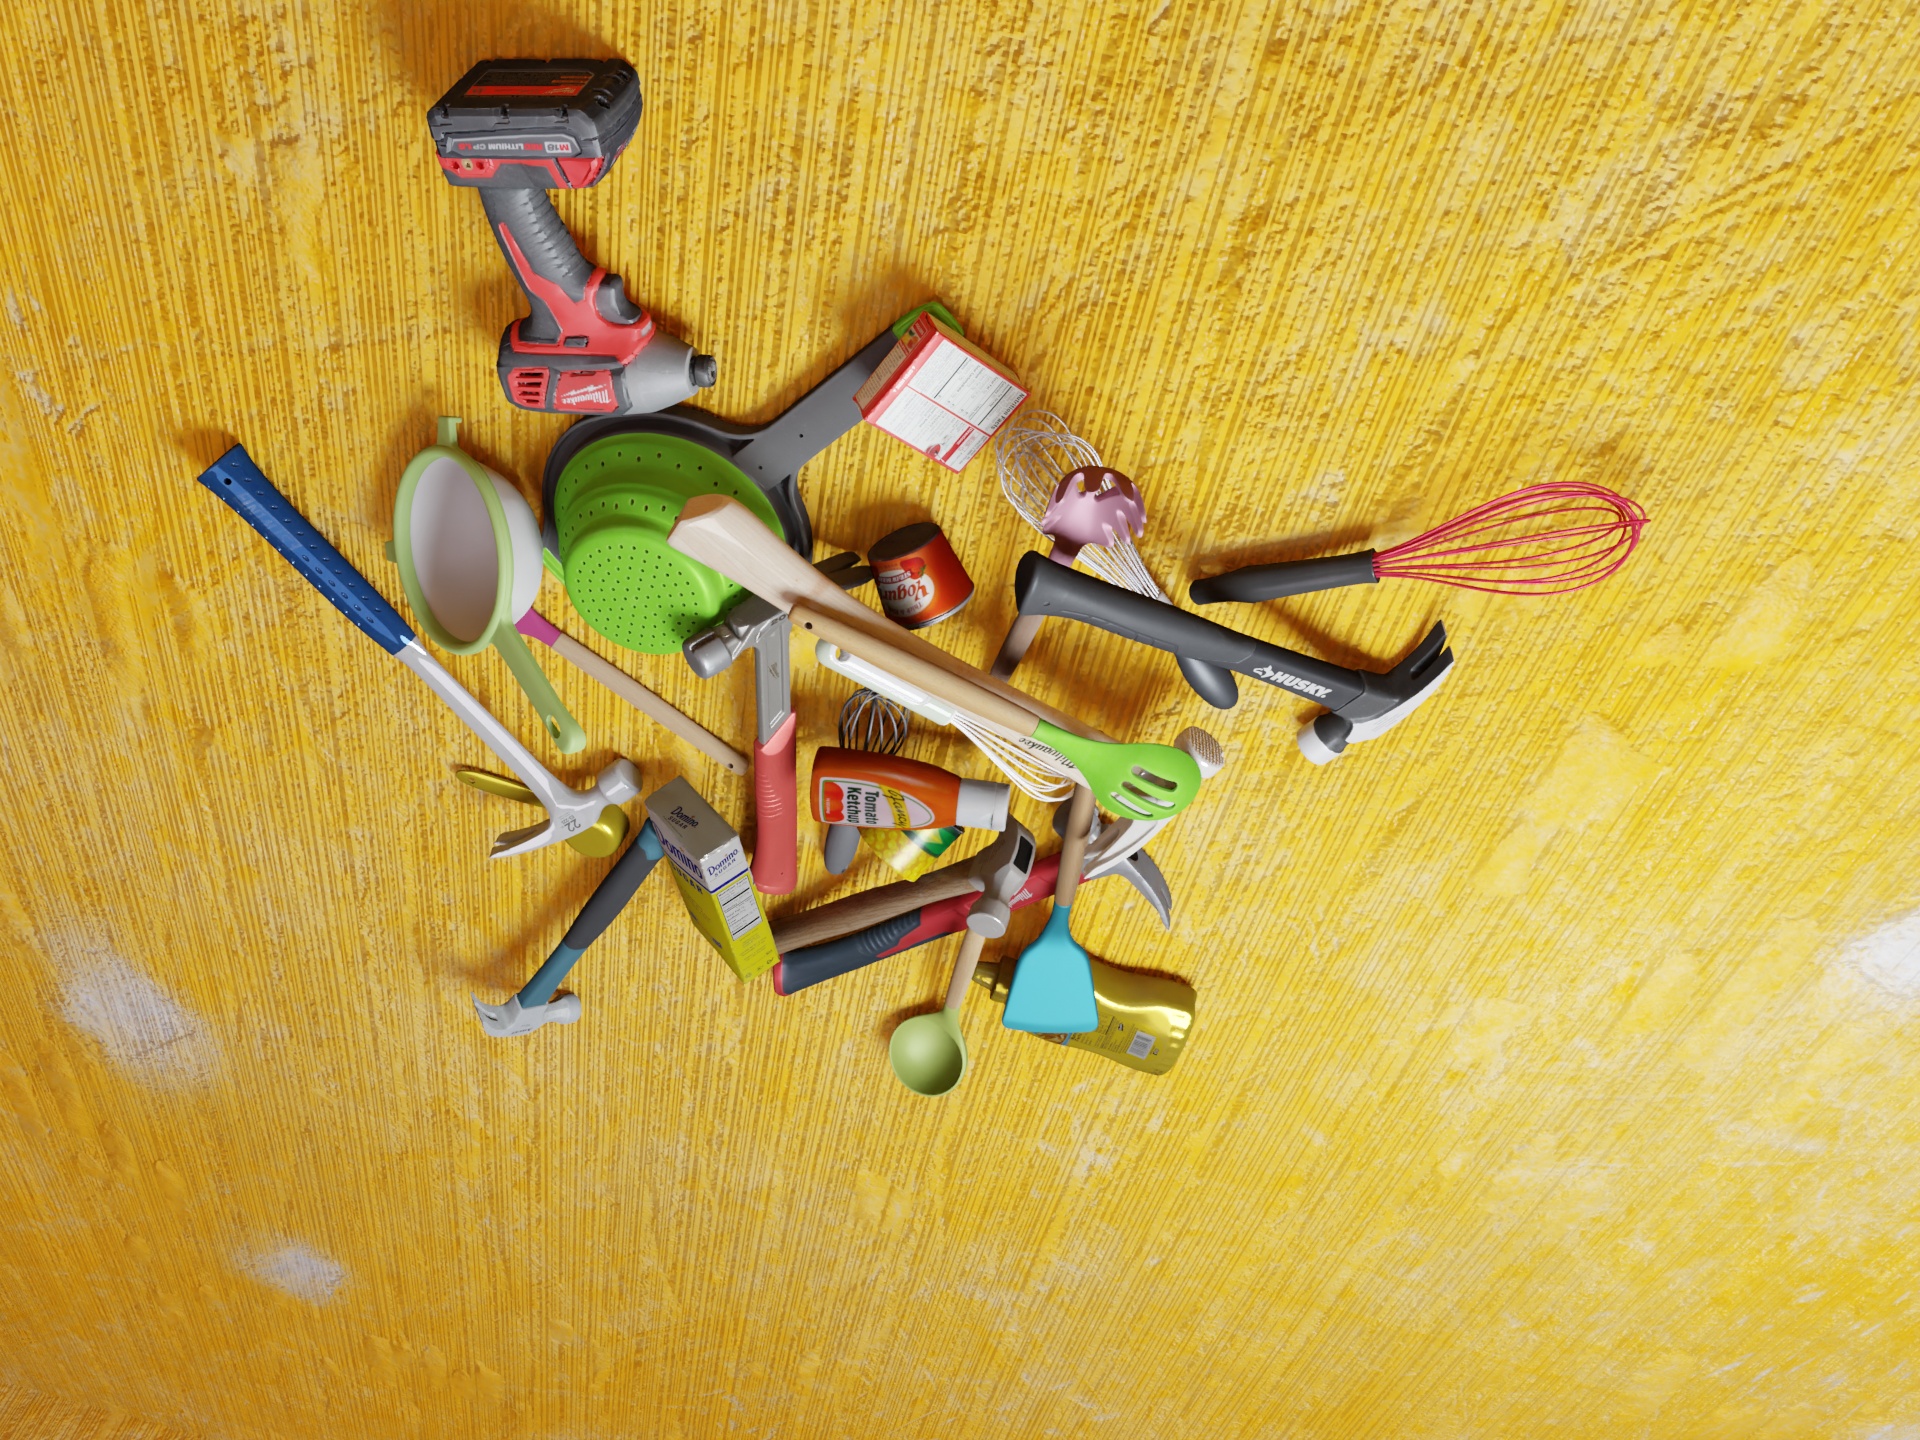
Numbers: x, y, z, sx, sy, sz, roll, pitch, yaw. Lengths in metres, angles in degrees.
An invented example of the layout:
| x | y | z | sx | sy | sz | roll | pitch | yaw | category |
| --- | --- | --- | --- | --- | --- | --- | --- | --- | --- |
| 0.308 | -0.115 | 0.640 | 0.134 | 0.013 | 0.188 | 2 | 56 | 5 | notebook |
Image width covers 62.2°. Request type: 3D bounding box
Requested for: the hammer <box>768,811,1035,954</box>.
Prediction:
| x | y | z | sx | sy | sz | roll | pitch | yaw | category |
| --- | --- | --- | --- | --- | --- | --- | --- | --- | --- |
| -0.062 | 0.149 | 1.326 | 0.331 | 0.130 | 0.031 | -23 | 123 | 43 | hammer |

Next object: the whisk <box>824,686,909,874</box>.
| x | y | z | sx | sy | sz | roll | pitch | yaw | category |
| --- | --- | --- | --- | --- | --- | --- | --- | --- | --- |
| -0.083 | 0.051 | 1.278 | 0.055 | 0.055 | 0.238 | 17 | 138 | -1 | whisk |

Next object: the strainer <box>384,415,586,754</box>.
| x | y | z | sx | sy | sz | roll | pitch | yaw | category |
| --- | --- | --- | --- | --- | --- | --- | --- | --- | --- |
| -0.315 | -0.085 | 1.136 | 0.256 | 0.069 | 0.151 | 55 | 131 | 18 | strainer |

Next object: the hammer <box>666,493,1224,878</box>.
| x | y | z | sx | sy | sz | roll | pitch | yaw | category |
| --- | --- | --- | --- | --- | --- | --- | --- | --- | --- |
| -0.021 | -0.026 | 1.101 | 0.410 | 0.038 | 0.146 | 30 | 125 | -18 | hammer |

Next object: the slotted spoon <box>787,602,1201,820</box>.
| x | y | z | sx | sy | sz | roll | pitch | yaw | category |
| --- | --- | --- | --- | --- | --- | --- | --- | --- | --- |
| 0.026 | -0.005 | 1.074 | 0.313 | 0.031 | 0.070 | 26 | 124 | -13 | slotted spoon |

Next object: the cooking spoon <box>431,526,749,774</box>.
| x | y | z | sx | sy | sz | roll | pitch | yaw | category |
| --- | --- | --- | --- | --- | --- | --- | --- | --- | --- |
| -0.299 | -0.049 | 1.259 | 0.318 | 0.017 | 0.068 | 37 | 123 | -17 | cooking spoon |

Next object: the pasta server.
| x | y | z | sx | sy | sz | roll | pitch | yaw | category |
| --- | --- | --- | --- | --- | --- | --- | --- | --- | --- |
| 0.055 | -0.080 | 1.064 | 0.060 | 0.040 | 0.316 | 11 | 153 | -8 | pasta server |

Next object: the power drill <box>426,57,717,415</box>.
| x | y | z | sx | sy | sz | roll | pitch | yaw | category |
| --- | --- | --- | --- | --- | --- | --- | --- | --- | --- |
| -0.236 | -0.289 | 0.993 | 0.143 | 0.079 | 0.219 | 5 | 135 | 10 | power drill |

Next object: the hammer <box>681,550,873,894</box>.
| x | y | z | sx | sy | sz | roll | pitch | yaw | category |
| --- | --- | --- | --- | --- | --- | --- | --- | --- | --- |
| -0.137 | 0.023 | 1.242 | 0.037 | 0.149 | 0.358 | 46 | 151 | 26 | hammer |

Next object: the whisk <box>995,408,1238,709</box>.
| x | y | z | sx | sy | sz | roll | pitch | yaw | category |
| --- | --- | --- | --- | --- | --- | --- | --- | --- | --- |
| 0.116 | -0.101 | 1.087 | 0.070 | 0.070 | 0.284 | -23 | 127 | 30 | whisk |

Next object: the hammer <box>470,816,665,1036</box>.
| x | y | z | sx | sy | sz | roll | pitch | yaw | category |
| --- | --- | --- | --- | --- | --- | --- | --- | --- | --- |
| -0.342 | 0.192 | 1.446 | 0.128 | 0.033 | 0.331 | -4 | 144 | -48 | hammer |

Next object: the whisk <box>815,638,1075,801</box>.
| x | y | z | sx | sy | sz | roll | pitch | yaw | category |
| --- | --- | --- | --- | --- | --- | --- | --- | --- | --- |
| -0.002 | -0.004 | 1.178 | 0.246 | 0.058 | 0.059 | 27 | 171 | -25 | whisk |

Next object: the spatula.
| x | y | z | sx | sy | sz | roll | pitch | yaw | category |
| --- | --- | --- | --- | --- | --- | --- | --- | --- | --- |
| 0.087 | 0.133 | 1.252 | 0.082 | 0.044 | 0.317 | 3 | 132 | -3 | spatula |

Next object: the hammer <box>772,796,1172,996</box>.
| x | y | z | sx | sy | sz | roll | pitch | yaw | category |
| --- | --- | --- | --- | --- | --- | --- | --- | --- | --- |
| -0.007 | 0.180 | 1.376 | 0.386 | 0.038 | 0.143 | -25 | 122 | 31 | hammer |

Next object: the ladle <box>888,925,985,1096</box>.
| x | y | z | sx | sy | sz | roll | pitch | yaw | category |
| --- | --- | --- | --- | --- | --- | --- | --- | --- | --- |
| -0.010 | 0.241 | 1.375 | 0.078 | 0.062 | 0.320 | 38 | 149 | 15 | ladle |

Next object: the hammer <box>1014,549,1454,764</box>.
| x | y | z | sx | sy | sz | roll | pitch | yaw | category |
| --- | --- | --- | --- | --- | --- | --- | --- | --- | --- |
| 0.175 | -0.051 | 1.042 | 0.334 | 0.035 | 0.146 | 16 | 142 | -31 | hammer |

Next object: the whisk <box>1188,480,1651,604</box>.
| x | y | z | sx | sy | sz | roll | pitch | yaw | category |
| --- | --- | --- | --- | --- | --- | --- | --- | --- | --- |
| 0.290 | -0.103 | 1.035 | 0.296 | 0.073 | 0.073 | -7 | 129 | 27 | whisk |

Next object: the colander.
| x | y | z | sx | sy | sz | roll | pitch | yaw | category |
| --- | --- | --- | --- | --- | --- | --- | --- | --- | --- |
| -0.155 | -0.149 | 1.081 | 0.397 | 0.095 | 0.204 | -30 | 118 | 34 | colander |

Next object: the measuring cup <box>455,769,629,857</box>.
| x | y | z | sx | sy | sz | roll | pitch | yaw | category |
| --- | --- | --- | --- | --- | --- | --- | --- | --- | --- |
| -0.366 | 0.079 | 1.380 | 0.156 | 0.029 | 0.062 | 19 | 133 | -6 | measuring cup |

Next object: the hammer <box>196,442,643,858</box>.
| x | y | z | sx | sy | sz | roll | pitch | yaw | category |
| --- | --- | --- | --- | --- | --- | --- | --- | --- | --- |
| -0.440 | -0.049 | 1.268 | 0.144 | 0.035 | 0.405 | -33 | 116 | 15 | hammer |
